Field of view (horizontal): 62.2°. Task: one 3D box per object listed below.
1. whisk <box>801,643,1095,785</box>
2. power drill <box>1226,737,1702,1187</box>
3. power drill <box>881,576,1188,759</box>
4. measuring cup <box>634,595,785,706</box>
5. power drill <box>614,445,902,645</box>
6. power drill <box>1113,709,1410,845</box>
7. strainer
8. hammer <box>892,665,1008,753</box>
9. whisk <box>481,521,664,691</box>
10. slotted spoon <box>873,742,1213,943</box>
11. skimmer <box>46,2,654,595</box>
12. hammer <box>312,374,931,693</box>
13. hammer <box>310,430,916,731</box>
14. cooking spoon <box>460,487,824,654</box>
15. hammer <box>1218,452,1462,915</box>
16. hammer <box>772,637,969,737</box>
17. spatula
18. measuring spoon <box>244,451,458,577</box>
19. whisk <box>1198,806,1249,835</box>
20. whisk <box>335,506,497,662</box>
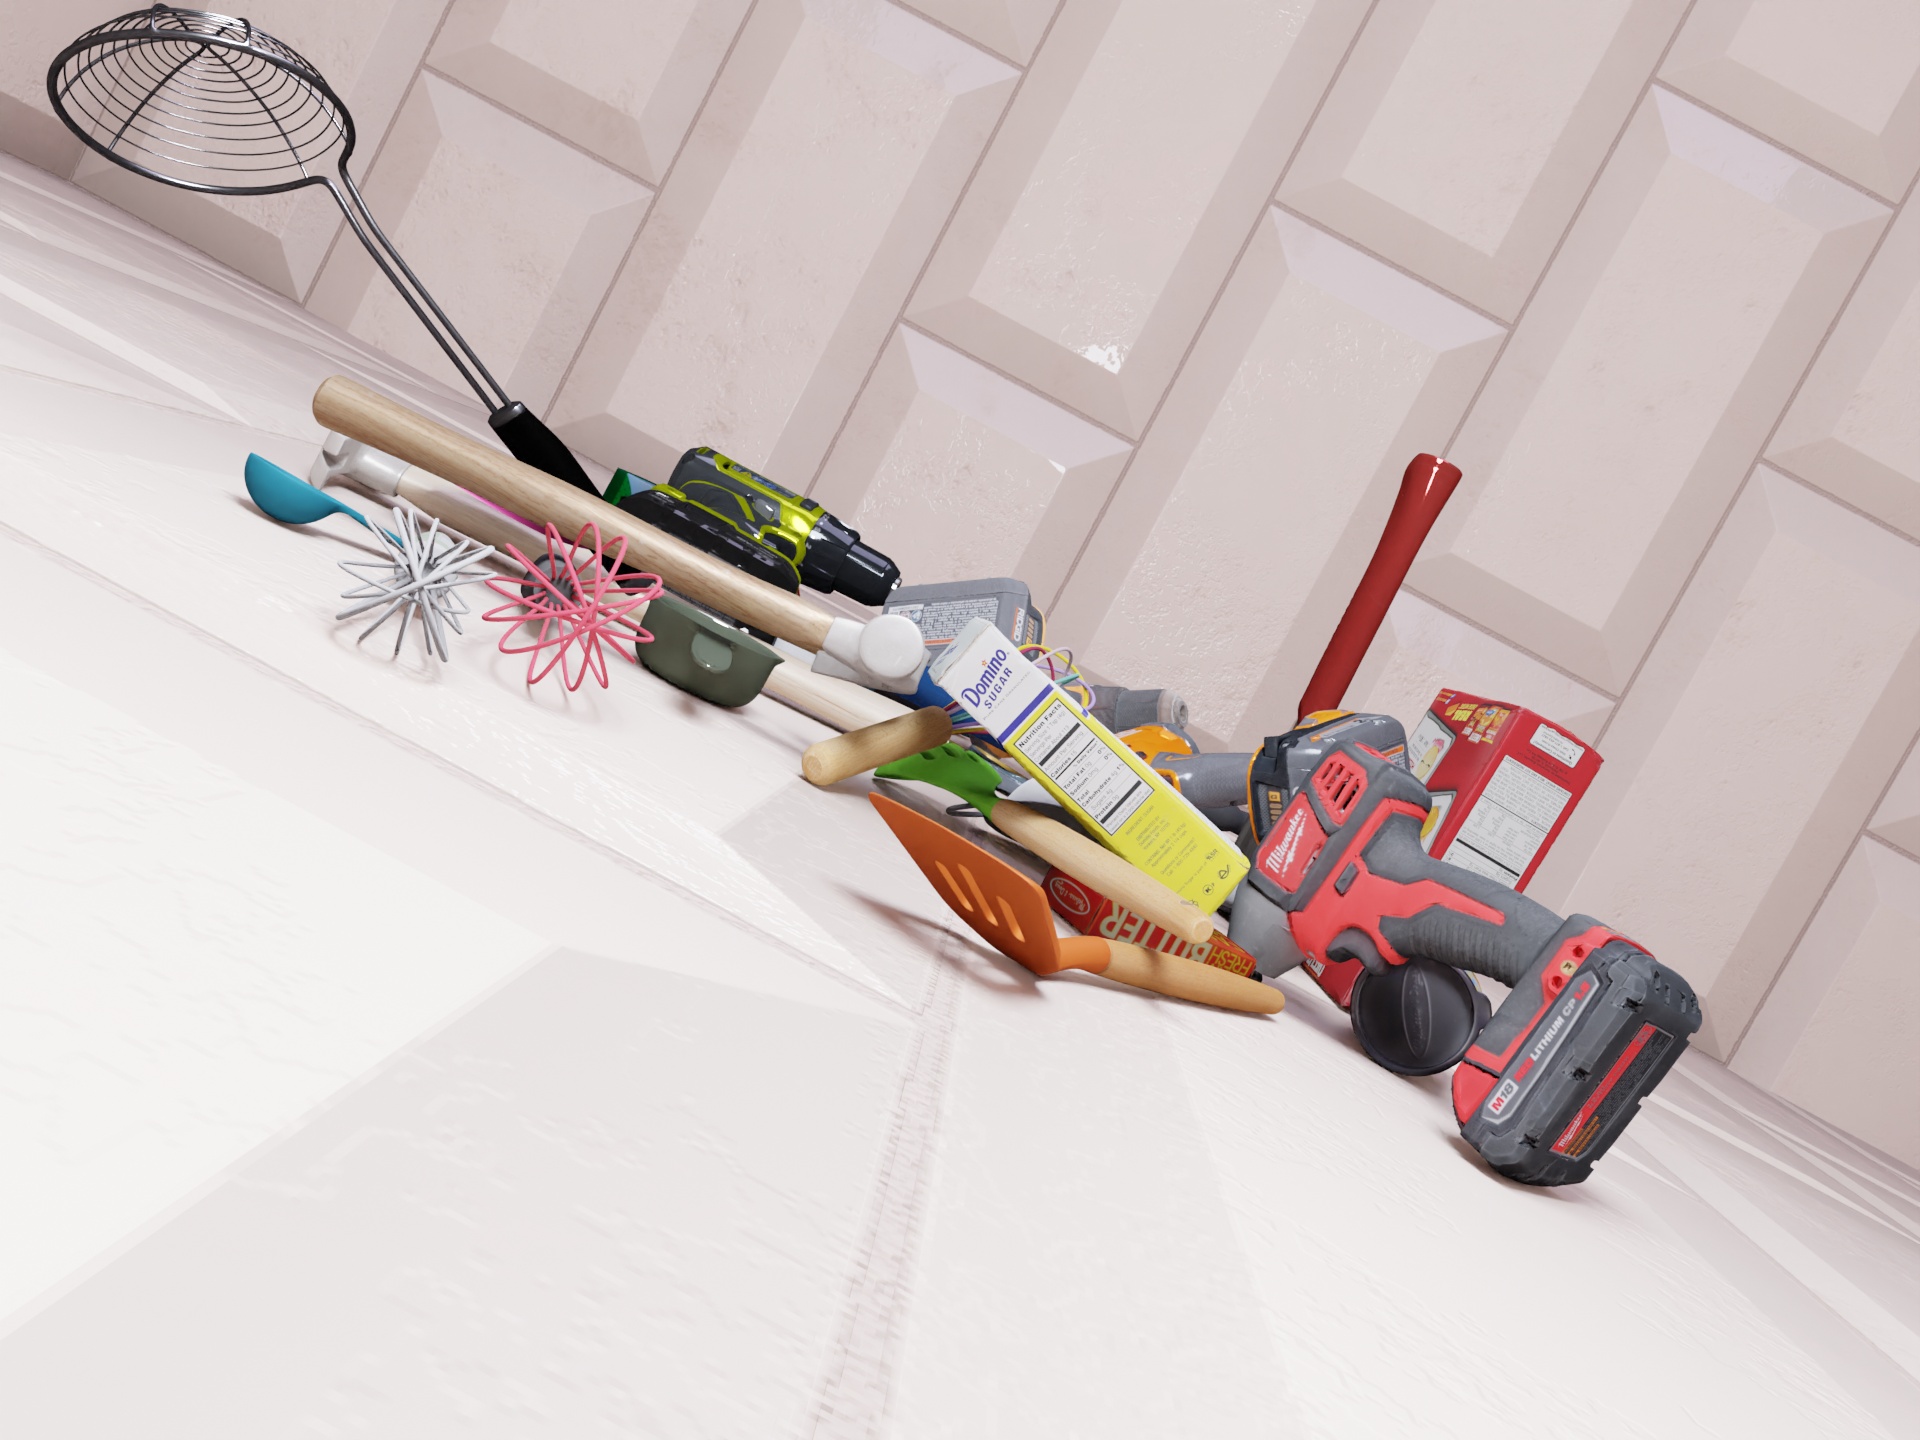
[{"bbox_3d":[-0.003,-0.004,0.859,0.051,0.047,0.245,-8,7,37],"label":"whisk"},{"bbox_3d":[0.225,0.117,0.773,0.078,0.143,0.220,26,11,-43],"label":"power drill"},{"bbox_3d":[0.060,-0.030,1.242,0.185,0.084,0.226,-3,-23,29],"label":"power drill"},{"bbox_3d":[-0.135,-0.027,0.822,0.083,0.038,0.168,27,6,-11],"label":"measuring cup"},{"bbox_3d":[-0.148,-0.120,1.151,0.190,0.080,0.228,28,20,1],"label":"power drill"},{"bbox_3d":[0.156,0.044,1.034,0.226,0.084,0.164,0,10,44],"label":"power drill"},{"bbox_3d":[0.119,0.080,0.902,0.258,0.050,0.086,23,-20,2],"label":"strainer"},{"bbox_3d":[0.078,0.038,1.205,0.405,0.035,0.144,30,2,-39],"label":"hammer"},{"bbox_3d":[-0.185,-0.058,0.734,0.073,0.073,0.296,27,-1,-19],"label":"whisk"},{"bbox_3d":[0.035,0.052,0.779,0.070,0.031,0.314,4,10,-25],"label":"slotted spoon"},{"bbox_3d":[-0.282,-0.187,0.799,0.127,0.090,0.363,-13,-55,34],"label":"skimmer"},{"bbox_3d":[-0.168,-0.091,0.799,0.331,0.031,0.130,25,-6,1],"label":"hammer"},{"bbox_3d":[-0.188,-0.068,0.967,0.410,0.038,0.146,27,6,-14],"label":"hammer"},{"bbox_3d":[-0.173,-0.089,0.953,0.318,0.017,0.069,25,10,-29],"label":"cooking spoon"},{"bbox_3d":[0.268,-0.024,1.142,0.036,0.359,0.149,27,2,-13],"label":"hammer"},{"bbox_3d":[-0.071,-0.032,1.297,0.128,0.033,0.330,30,4,32],"label":"hammer"},{"bbox_3d":[0.073,0.093,0.665,0.081,0.041,0.322,26,1,37],"label":"spatula"},{"bbox_3d":[-0.284,-0.086,0.745,0.042,0.021,0.128,30,-5,30],"label":"measuring spoon"},{"bbox_3d":[0.275,0.105,1.355,0.284,0.070,0.070,23,6,-42],"label":"whisk"},{"bbox_3d":[-0.217,-0.061,0.645,0.057,0.059,0.246,67,-12,-15],"label":"whisk"}]
